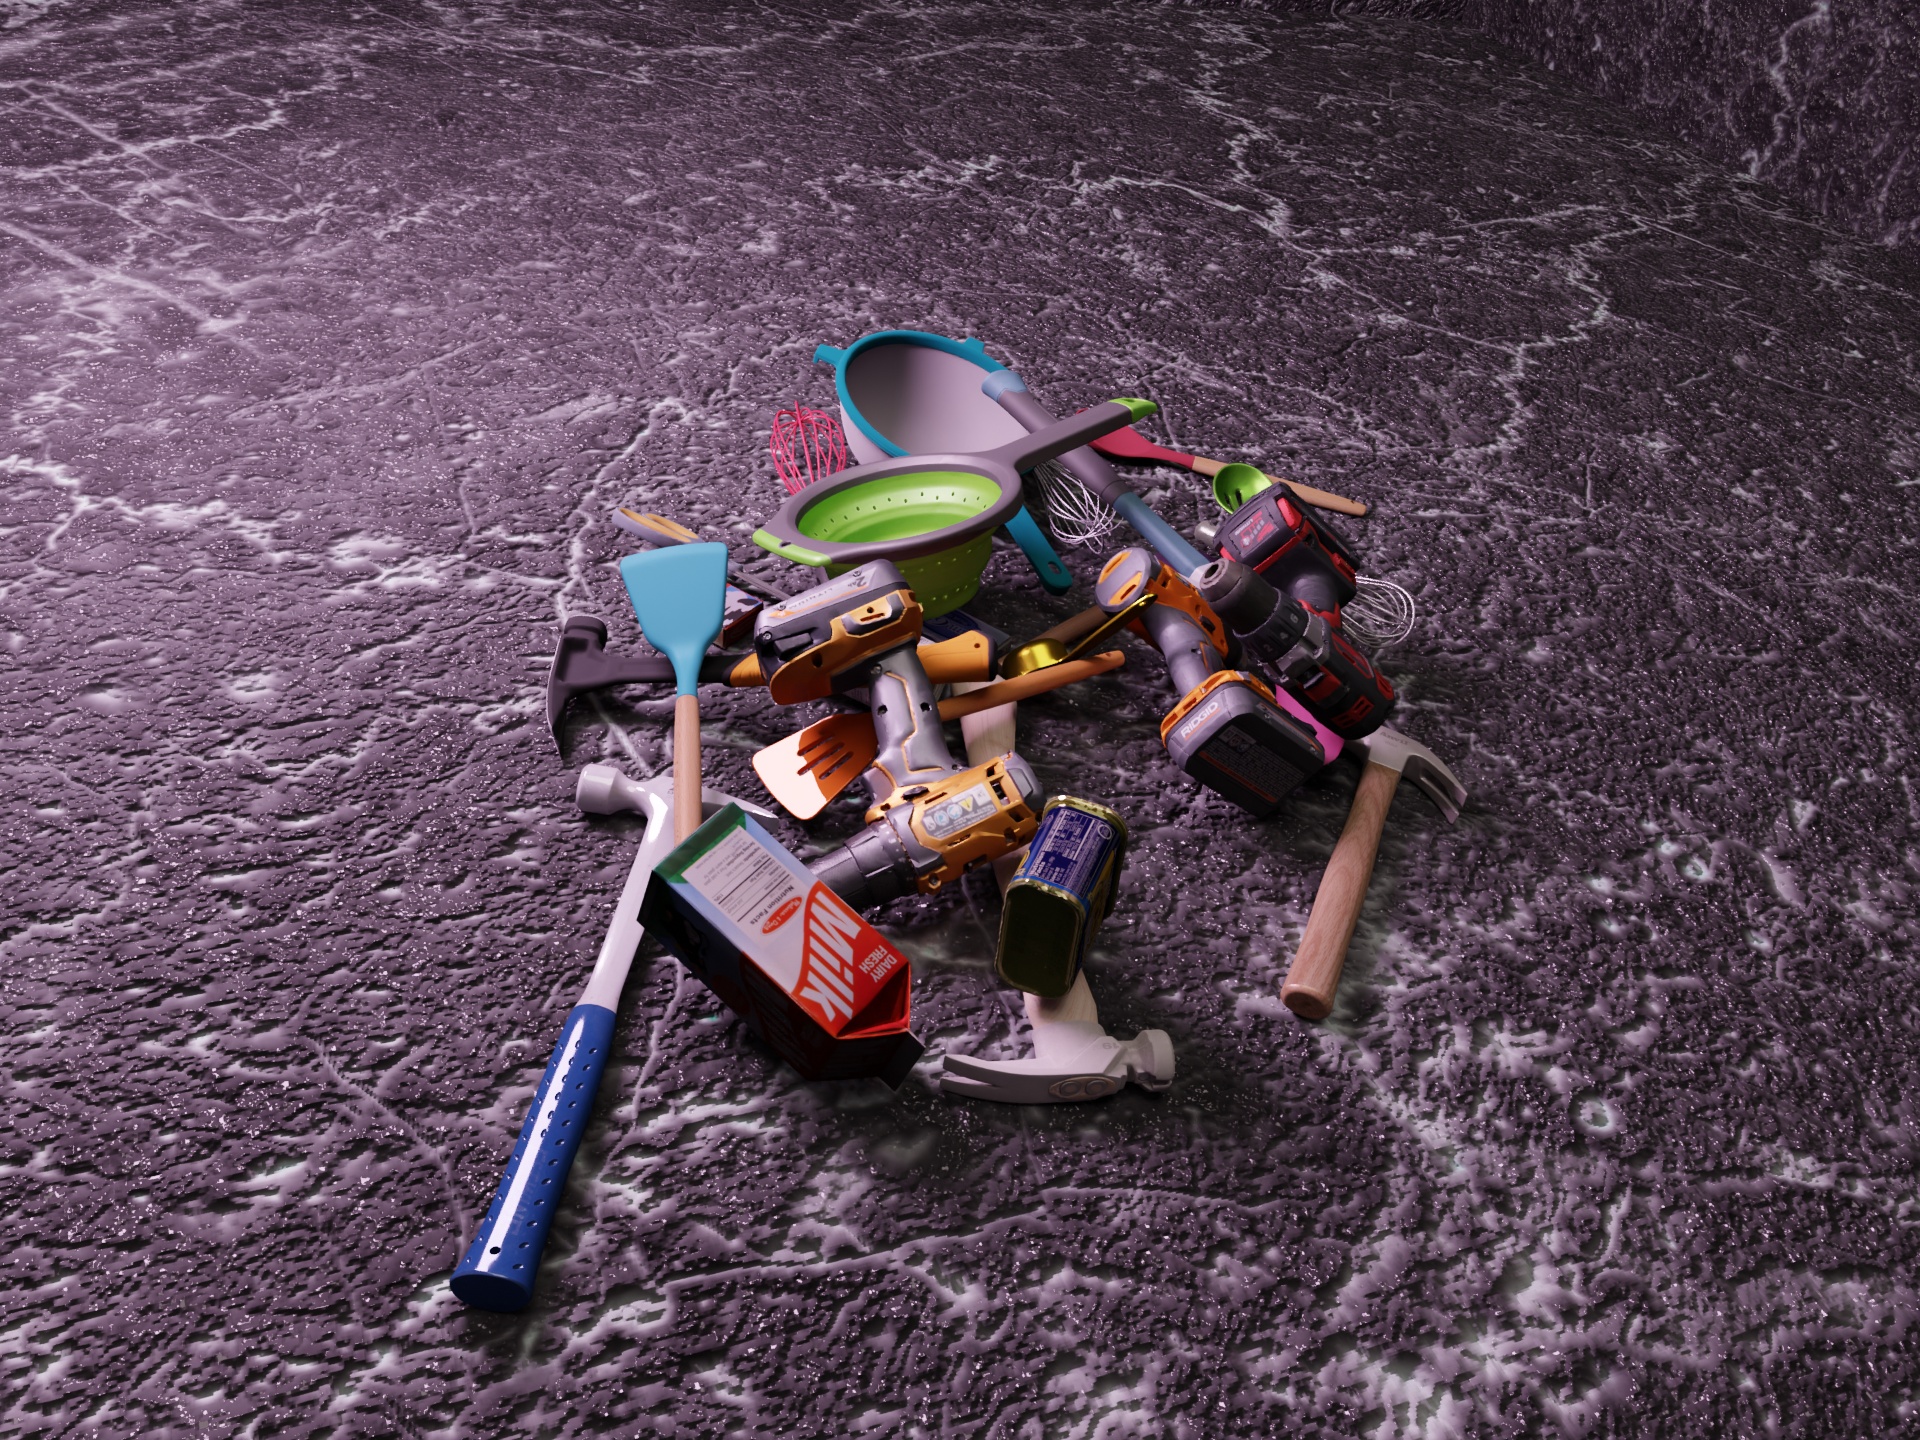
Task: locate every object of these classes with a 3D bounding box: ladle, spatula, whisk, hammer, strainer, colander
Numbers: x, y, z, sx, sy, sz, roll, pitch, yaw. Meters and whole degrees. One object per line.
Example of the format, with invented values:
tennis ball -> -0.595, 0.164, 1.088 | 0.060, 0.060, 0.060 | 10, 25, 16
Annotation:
ladle -> 0.268, -0.262, 1.653 | 0.315, 0.031, 0.069 | 17, 41, 5
spatula -> 0.132, -0.101, 1.422 | 0.060, 0.018, 0.316 | 32, 41, 28
spatula -> -0.195, -0.002, 1.110 | 0.082, 0.044, 0.318 | -9, 48, -2
whisk -> 0.083, -0.248, 1.571 | 0.070, 0.070, 0.285 | -5, 36, -20
hammer -> -0.140, -0.034, 1.193 | 0.337, 0.034, 0.127 | -2, 45, 2
whisk -> 0.308, -0.131, 1.447 | 0.247, 0.059, 0.057 | 33, 13, 38
hammer -> 0.139, -0.209, 1.447 | 0.128, 0.033, 0.331 | -21, 60, -45
hammer -> 0.297, 0.104, 1.192 | 0.130, 0.031, 0.331 | 20, 39, 12
strainer -> 0.000, -0.223, 1.496 | 0.211, 0.095, 0.341 | -12, 58, -34
spatula -> -0.002, -0.004, 1.211 | 0.322, 0.041, 0.081 | -17, 43, -32
whisk -> -0.129, -0.195, 1.445 | 0.073, 0.073, 0.296 | 0, 44, -14
colander -> 0.019, -0.176, 1.354 | 0.397, 0.094, 0.205 | -27, 33, -28
hammer -> -0.215, 0.172, 0.975 | 0.144, 0.035, 0.406 | 10, 38, -1
hammer -> 0.030, 0.097, 1.131 | 0.146, 0.038, 0.411 | 0, 39, -12

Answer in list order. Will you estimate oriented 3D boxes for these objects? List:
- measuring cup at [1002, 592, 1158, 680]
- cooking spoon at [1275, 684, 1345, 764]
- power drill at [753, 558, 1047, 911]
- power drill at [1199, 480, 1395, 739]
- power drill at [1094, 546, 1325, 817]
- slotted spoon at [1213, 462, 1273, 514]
measuring cup -> 0.094, -0.069, 1.268 | 0.062, 0.156, 0.029 | 0, 61, -49
cooking spoon -> 0.274, -0.053, 1.377 | 0.069, 0.017, 0.319 | -23, 31, 13
power drill -> -0.067, 0.020, 1.096 | 0.185, 0.084, 0.226 | -26, 70, -12
power drill -> 0.259, -0.103, 1.282 | 0.187, 0.080, 0.227 | 38, 29, -21
power drill -> 0.205, -0.031, 1.279 | 0.164, 0.084, 0.227 | 30, 26, -35
slotted spoon -> 0.299, -0.149, 1.519 | 0.070, 0.031, 0.314 | 3, 40, -10
